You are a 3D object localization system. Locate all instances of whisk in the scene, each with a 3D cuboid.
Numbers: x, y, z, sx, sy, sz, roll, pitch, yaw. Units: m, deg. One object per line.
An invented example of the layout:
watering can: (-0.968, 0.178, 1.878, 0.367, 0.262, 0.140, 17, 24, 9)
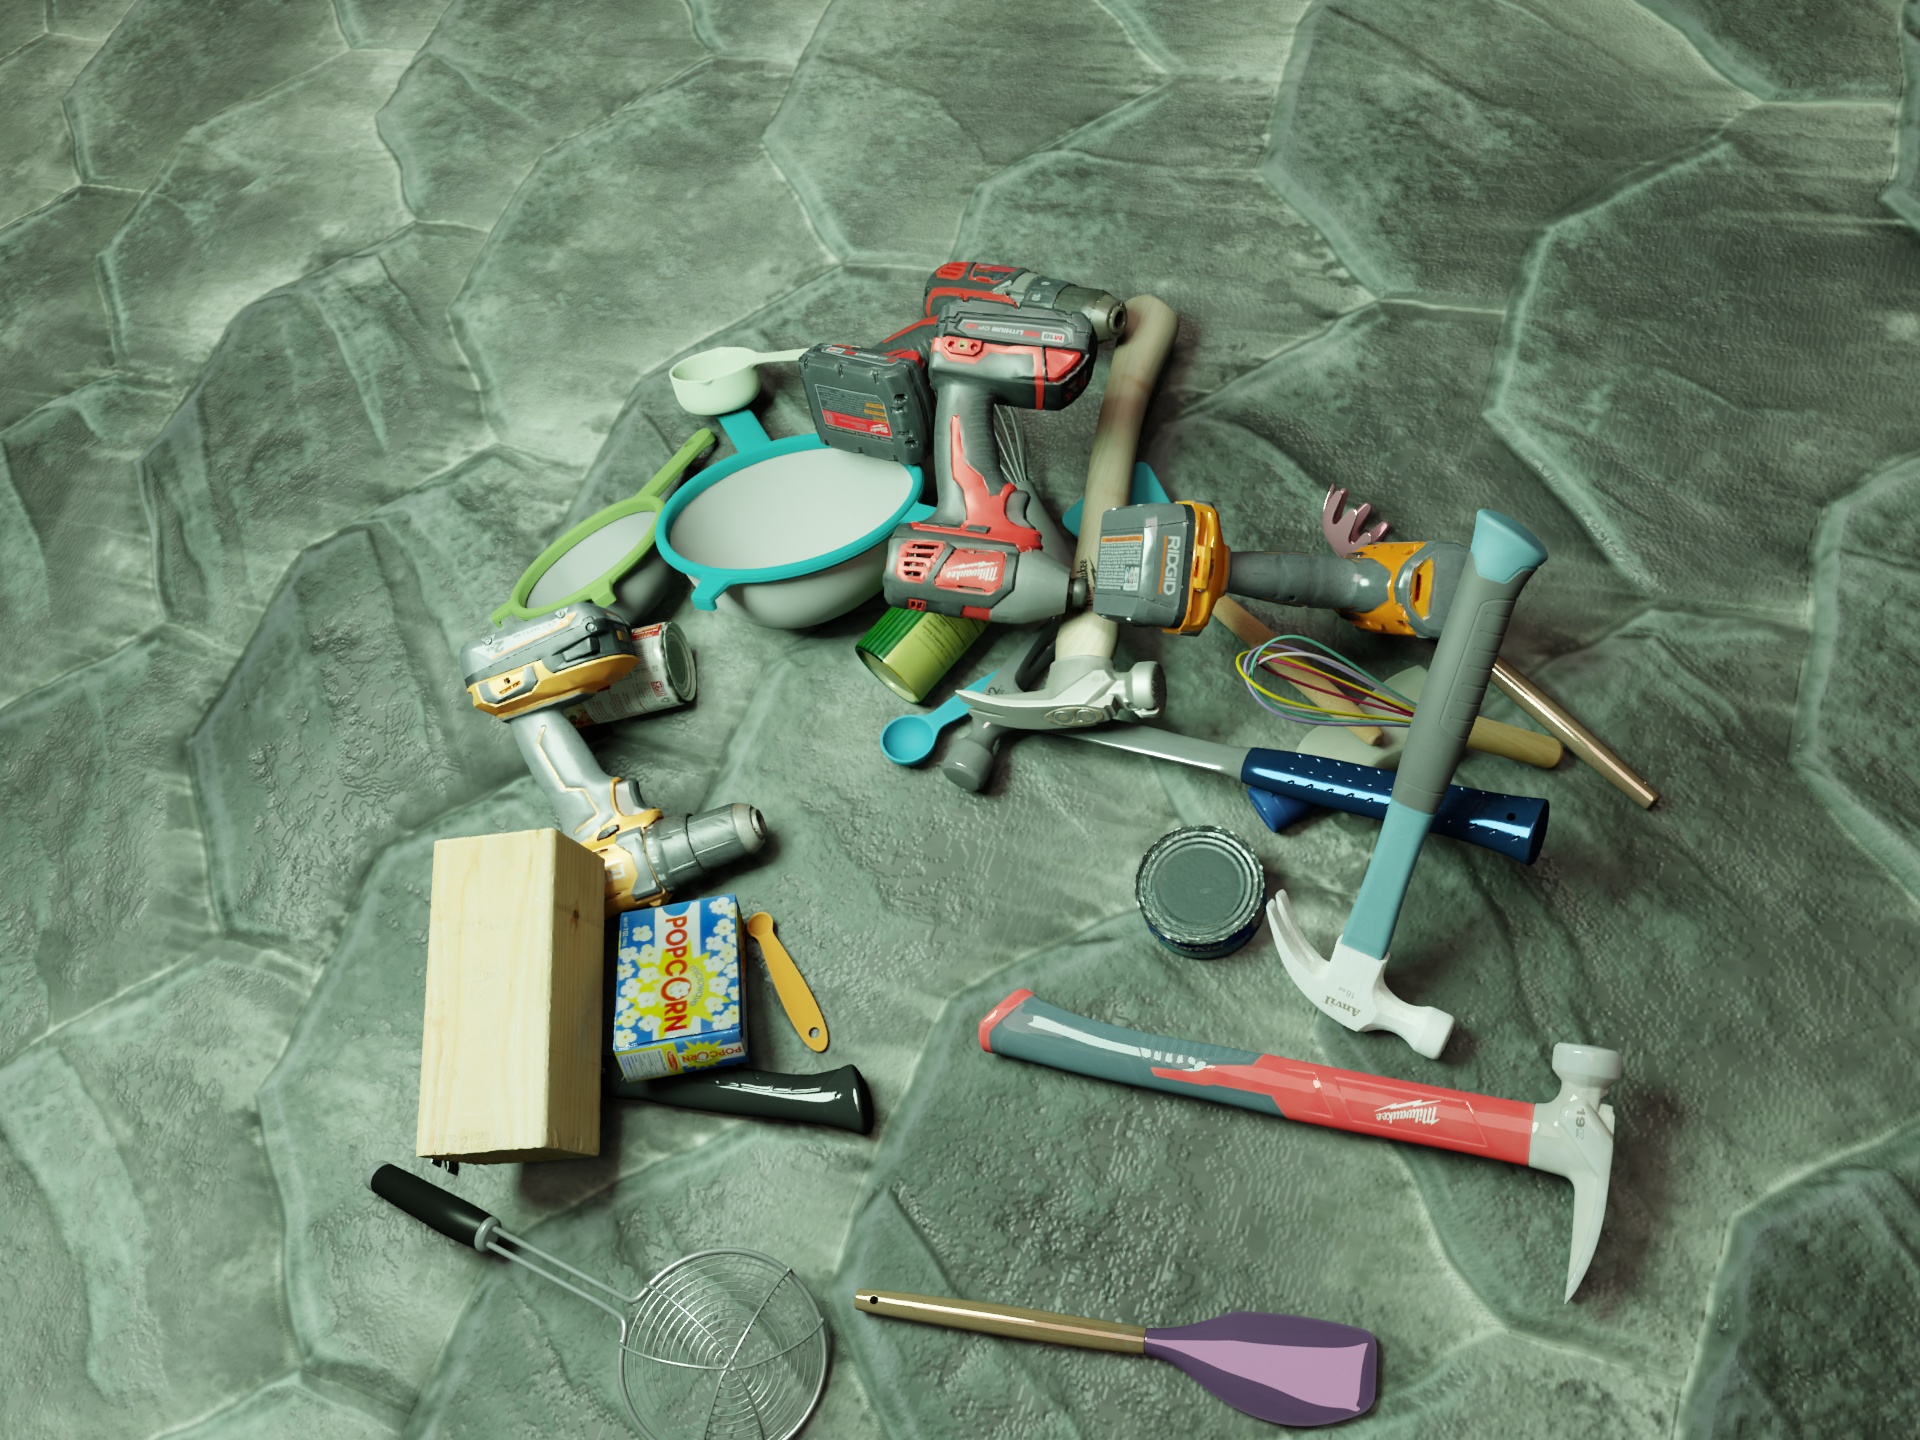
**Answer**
whisk: (0.284, -0.008, 1.020, 0.244, 0.047, 0.051, 14, 96, -19)
whisk: (0.049, -0.180, 1.260, 0.055, 0.055, 0.239, -24, 62, 2)

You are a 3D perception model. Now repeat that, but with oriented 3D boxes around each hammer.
hammer: (-0.218, 0.254, 1.097, 0.335, 0.035, 0.146, 2, 61, 17)
hammer: (0.103, -0.170, 1.201, 0.146, 0.038, 0.411, -4, 54, 23)
hammer: (0.185, 0.022, 1.066, 0.406, 0.035, 0.144, 14, 62, 32)
hammer: (0.191, 0.239, 0.974, 0.386, 0.038, 0.143, 6, 81, 24)
hammer: (0.275, 0.038, 0.945, 0.128, 0.033, 0.331, 22, 114, 22)

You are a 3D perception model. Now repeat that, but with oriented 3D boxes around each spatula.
spatula: (0.192, -0.081, 1.143, 0.082, 0.044, 0.318, -35, 48, -7)
spatula: (0.085, 0.370, 0.950, 0.316, 0.018, 0.060, 3, 63, 17)

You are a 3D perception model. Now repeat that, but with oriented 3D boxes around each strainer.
strainer: (-0.265, -0.148, 1.330, 0.151, 0.069, 0.256, -6, 39, 39)
strainer: (-0.145, -0.167, 1.293, 0.211, 0.095, 0.341, -20, 36, -10)

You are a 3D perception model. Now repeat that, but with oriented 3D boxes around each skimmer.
skimmer: (-0.253, 0.367, 1.047, 0.363, 0.090, 0.127, 12, 68, 33)

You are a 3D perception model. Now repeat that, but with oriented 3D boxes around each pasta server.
pasta server: (0.359, -0.055, 1.099, 0.316, 0.060, 0.040, 49, 114, 29)

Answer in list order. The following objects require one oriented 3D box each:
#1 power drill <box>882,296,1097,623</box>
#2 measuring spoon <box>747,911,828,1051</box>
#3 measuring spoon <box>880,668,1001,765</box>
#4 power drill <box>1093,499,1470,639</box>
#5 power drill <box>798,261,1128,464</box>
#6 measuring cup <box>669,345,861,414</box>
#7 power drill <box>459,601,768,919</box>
power drill: (0.031, -0.177, 1.124, 0.143, 0.078, 0.220, 9, 81, 4)
measuring spoon: (-0.121, 0.185, 1.124, 0.021, 0.011, 0.117, -30, 61, -5)
measuring spoon: (-0.002, -0.004, 1.193, 0.128, 0.021, 0.042, -32, 56, -13)
power drill: (0.208, -0.094, 1.050, 0.226, 0.164, 0.084, 4, 95, -11)
power drill: (0.005, -0.293, 1.261, 0.188, 0.080, 0.227, 19, 48, 36)
measuring cup: (-0.165, -0.295, 1.368, 0.167, 0.038, 0.083, -6, 33, 5)
power drill: (-0.256, 0.029, 1.173, 0.185, 0.084, 0.226, -19, 85, 7)
